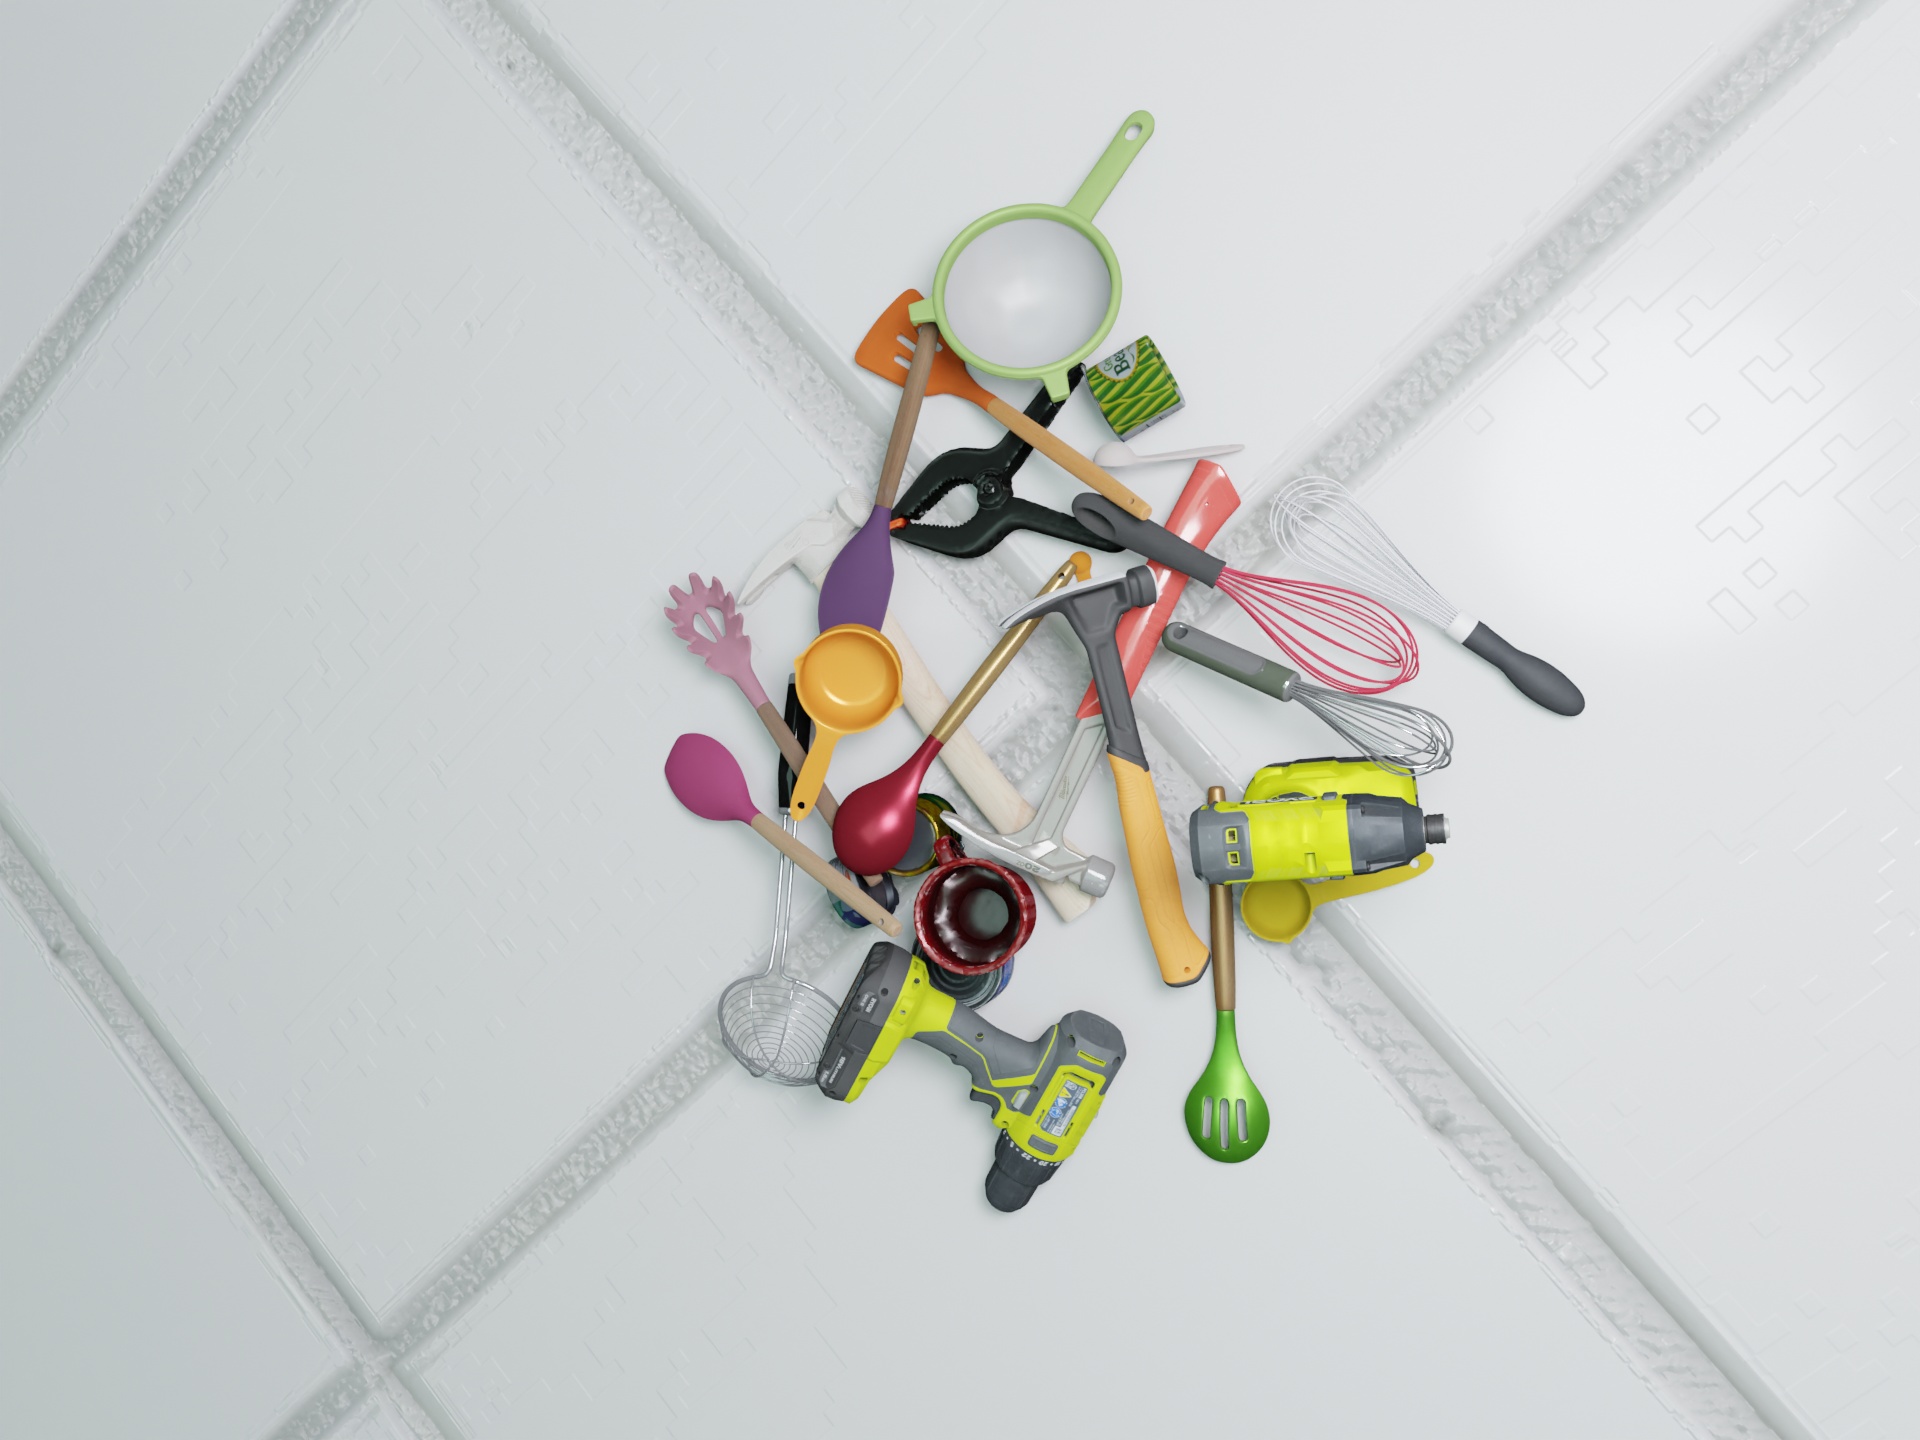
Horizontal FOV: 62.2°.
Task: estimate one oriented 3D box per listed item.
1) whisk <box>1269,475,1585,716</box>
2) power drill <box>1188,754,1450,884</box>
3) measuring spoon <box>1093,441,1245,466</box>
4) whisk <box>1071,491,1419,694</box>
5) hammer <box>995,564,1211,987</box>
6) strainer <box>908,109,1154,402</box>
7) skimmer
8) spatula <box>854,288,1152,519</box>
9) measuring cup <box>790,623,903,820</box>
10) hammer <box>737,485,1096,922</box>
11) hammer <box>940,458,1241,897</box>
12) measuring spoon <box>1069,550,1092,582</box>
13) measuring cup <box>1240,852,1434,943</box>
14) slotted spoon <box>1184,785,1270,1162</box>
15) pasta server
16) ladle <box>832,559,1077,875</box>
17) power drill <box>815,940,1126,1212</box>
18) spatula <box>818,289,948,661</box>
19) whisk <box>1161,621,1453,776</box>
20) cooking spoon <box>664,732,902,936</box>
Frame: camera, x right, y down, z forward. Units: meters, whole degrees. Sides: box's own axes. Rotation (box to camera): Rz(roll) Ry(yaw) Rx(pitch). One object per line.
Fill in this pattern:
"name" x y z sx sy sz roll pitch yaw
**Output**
"whisk" 0.357 -0.091 1.219 0.284 0.070 0.070 37 103 7
"power drill" 0.271 0.075 1.168 0.171 0.223 0.080 -5 92 18
"measuring spoon" 0.167 -0.218 1.269 0.124 0.034 0.018 -7 109 -6
"whisk" 0.217 -0.102 1.226 0.296 0.073 0.073 29 102 8
"hammer" 0.130 0.055 1.251 0.127 0.034 0.336 -18 101 -10
"strainer" 0.084 -0.376 1.287 0.151 0.069 0.256 31 82 14
"skimmer" -0.146 0.143 1.410 0.127 0.090 0.363 2 84 15
"spatula" 0.038 -0.248 1.285 0.081 0.041 0.323 -50 56 3
"measuring cup" -0.106 0.001 1.333 0.095 0.052 0.173 21 105 -4
"hammer" -0.027 0.003 1.359 0.146 0.038 0.411 -39 82 18
"hammer" 0.121 -0.045 1.285 0.149 0.037 0.359 25 95 3
"measuring spoon" 0.111 -0.084 1.321 0.021 0.011 0.117 -14 89 18
"measuring cup" 0.300 0.133 1.272 0.156 0.029 0.062 -18 88 6
"slotted spoon" 0.213 0.210 1.300 0.070 0.031 0.314 -2 91 17
"pasta server" -0.157 0.008 1.364 0.060 0.040 0.316 -33 75 -4
"ladle" -0.002 -0.004 1.312 0.069 0.031 0.315 37 90 11
"power drill" 0.001 0.299 1.325 0.228 0.080 0.190 25 110 -4
"spatula" -0.060 -0.204 1.322 0.060 0.018 0.316 18 101 7
"whisk" 0.255 -0.022 1.191 0.246 0.059 0.058 27 69 31
"cooking spoon" -0.158 0.098 1.359 0.319 0.017 0.068 33 101 36
